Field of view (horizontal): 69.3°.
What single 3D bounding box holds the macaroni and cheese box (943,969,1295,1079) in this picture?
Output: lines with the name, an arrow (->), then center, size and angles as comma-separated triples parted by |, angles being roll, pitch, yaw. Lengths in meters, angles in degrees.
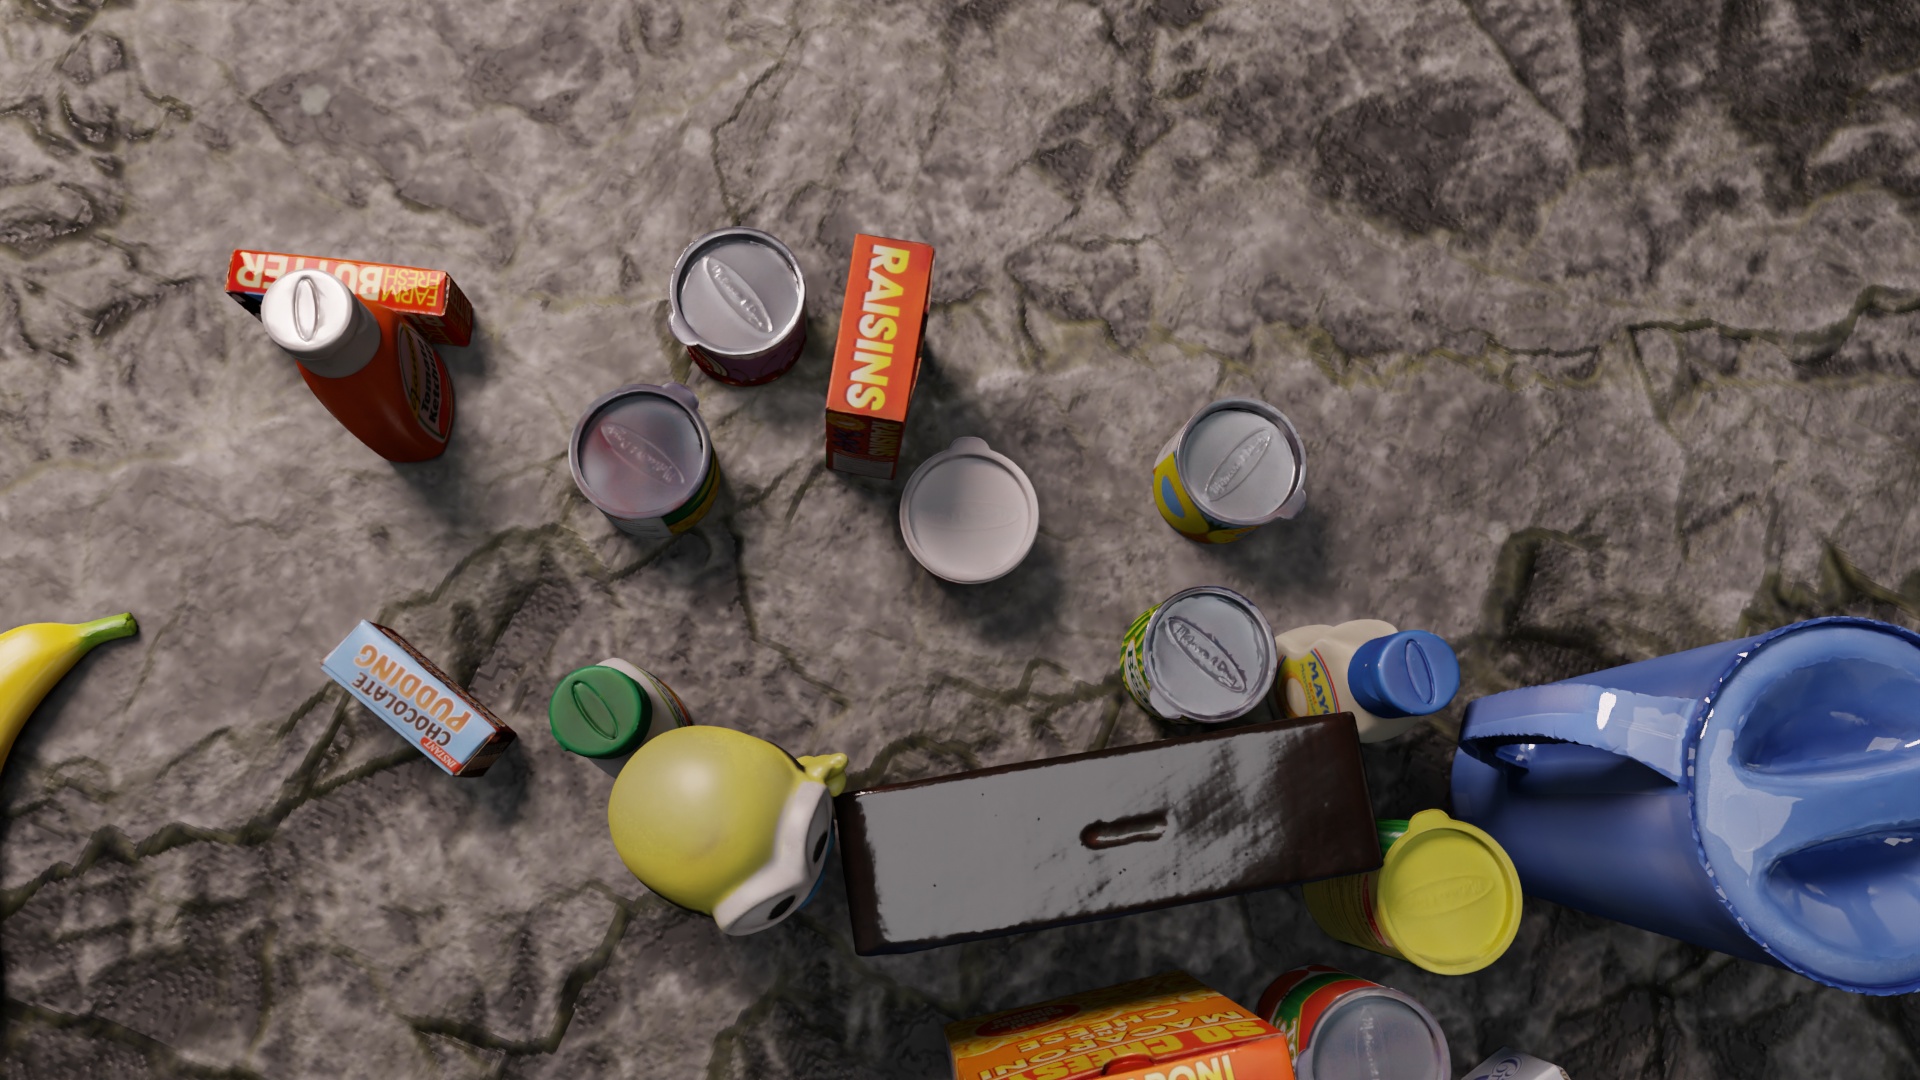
macaroni and cheese box -> 0.061, 0.228, 0.600 | 0.124, 0.166, 0.040 | -11, 82, -7

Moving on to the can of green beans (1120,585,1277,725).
can of green beans -> 0.117, 0.059, 0.692 | 0.071, 0.057, 0.071 | 1, 80, -5

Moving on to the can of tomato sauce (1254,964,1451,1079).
can of tomato sauce -> 0.179, 0.239, 0.652 | 0.071, 0.083, 0.071 | 1, 80, -5

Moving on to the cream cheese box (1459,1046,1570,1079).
cream cheese box -> 0.241, 0.285, 0.664 | 0.104, 0.053, 0.024 | -32, 84, -10

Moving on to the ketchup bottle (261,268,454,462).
ketchup bottle -> -0.273, -0.081, 0.635 | 0.043, 0.148, 0.065 | -7, 81, -6

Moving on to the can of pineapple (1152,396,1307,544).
can of pineapple -> 0.137, -0.033, 0.710 | 0.071, 0.057, 0.071 | 1, 80, -5

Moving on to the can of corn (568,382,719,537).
can of corn -> -0.152, -0.040, 0.685 | 0.071, 0.058, 0.071 | 1, 80, -5

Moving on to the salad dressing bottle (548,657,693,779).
salad dressing bottle -> -0.150, 0.080, 0.617 | 0.044, 0.147, 0.064 | -36, 85, -10

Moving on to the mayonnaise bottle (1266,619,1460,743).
mayonnaise bottle -> 0.185, 0.067, 0.651 | 0.041, 0.148, 0.065 | -14, 82, -7

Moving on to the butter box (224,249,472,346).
butter box -> -0.300, -0.119, 0.688 | 0.103, 0.053, 0.024 | 5, 80, -4

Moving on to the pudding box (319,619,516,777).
pudding box -> -0.256, 0.076, 0.658 | 0.084, 0.049, 0.030 | 39, 79, 2

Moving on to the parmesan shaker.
parmesan shaker -> 0.210, 0.162, 0.659 | 0.071, 0.103, 0.071 | 1, 80, -5

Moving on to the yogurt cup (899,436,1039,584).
yogurt cup -> 0.002, -0.009, 0.696 | 0.072, 0.054, 0.072 | 1, 80, -5

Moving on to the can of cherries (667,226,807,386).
can of cherries -> -0.113, -0.116, 0.702 | 0.071, 0.058, 0.071 | 1, 80, -5

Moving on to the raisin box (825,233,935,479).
raisin box -> -0.040, -0.084, 0.670 | 0.040, 0.123, 0.086 | 10, 79, -3
